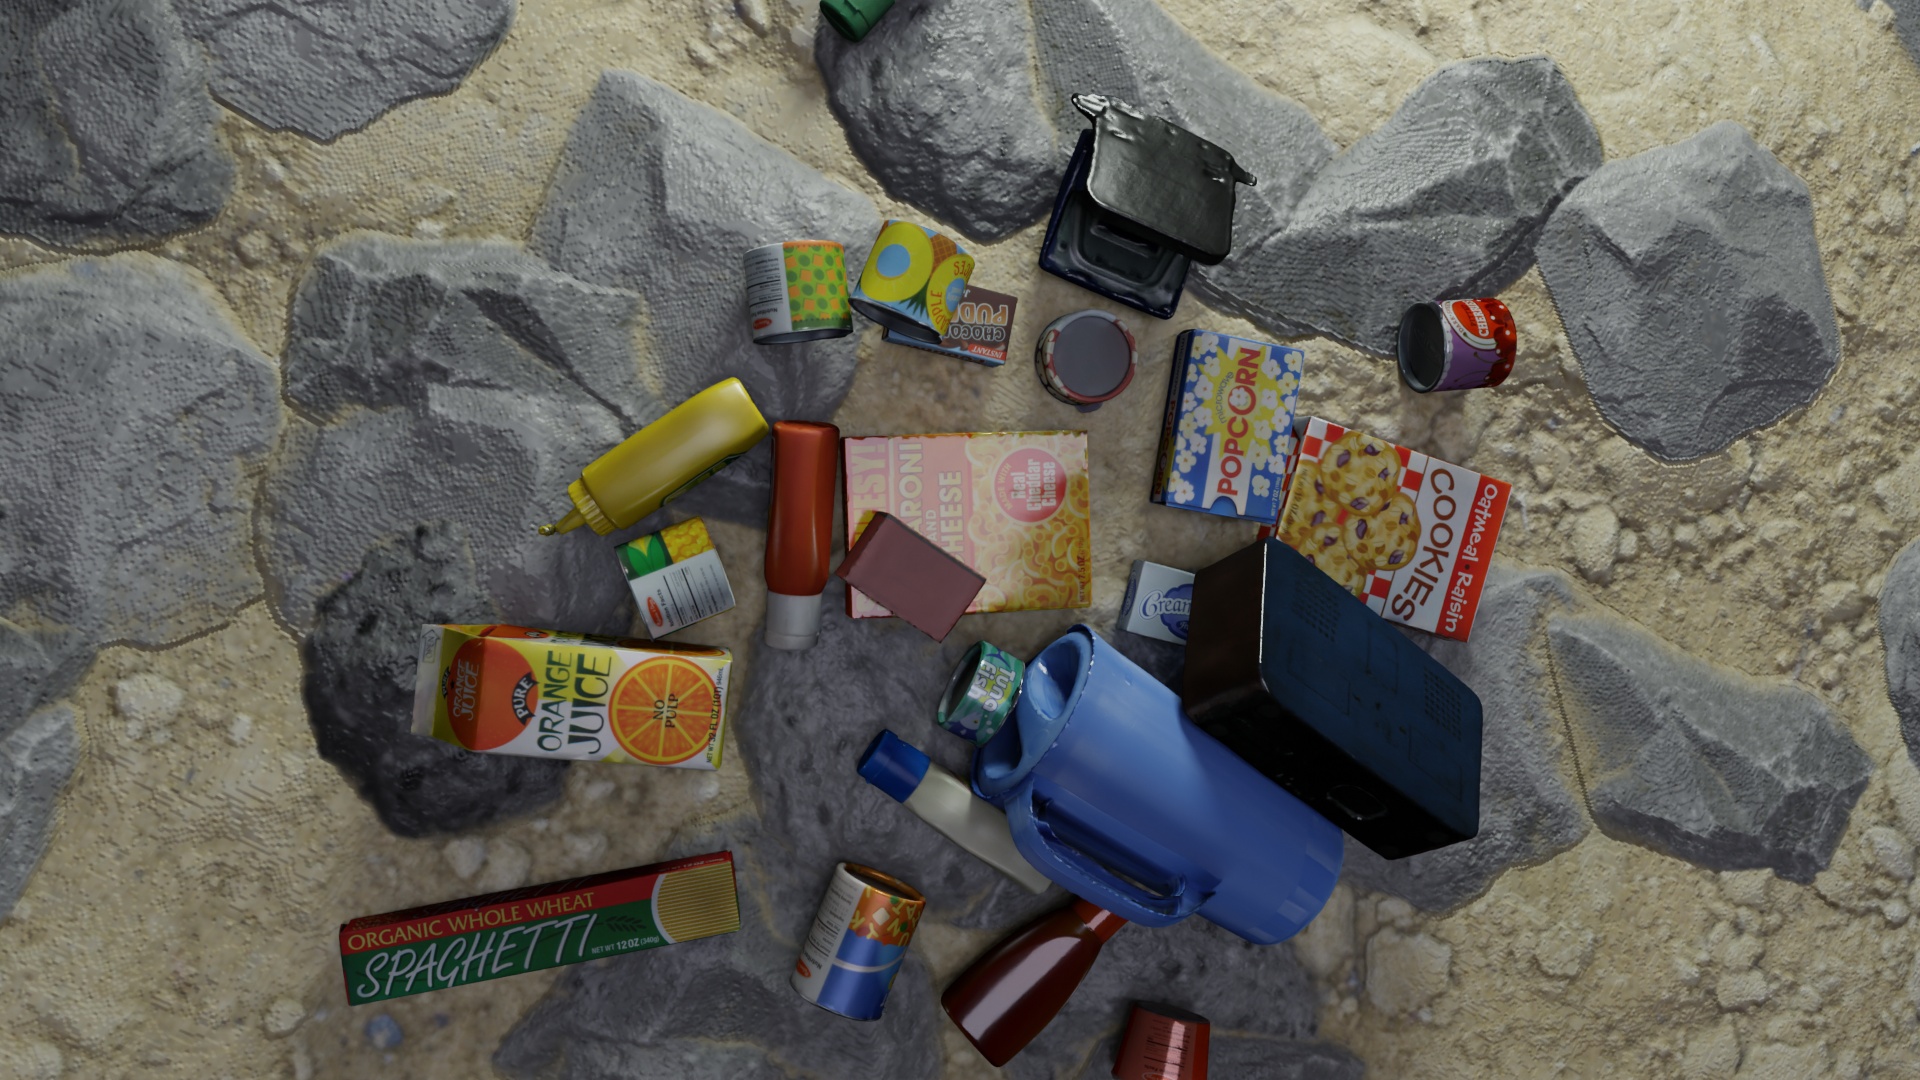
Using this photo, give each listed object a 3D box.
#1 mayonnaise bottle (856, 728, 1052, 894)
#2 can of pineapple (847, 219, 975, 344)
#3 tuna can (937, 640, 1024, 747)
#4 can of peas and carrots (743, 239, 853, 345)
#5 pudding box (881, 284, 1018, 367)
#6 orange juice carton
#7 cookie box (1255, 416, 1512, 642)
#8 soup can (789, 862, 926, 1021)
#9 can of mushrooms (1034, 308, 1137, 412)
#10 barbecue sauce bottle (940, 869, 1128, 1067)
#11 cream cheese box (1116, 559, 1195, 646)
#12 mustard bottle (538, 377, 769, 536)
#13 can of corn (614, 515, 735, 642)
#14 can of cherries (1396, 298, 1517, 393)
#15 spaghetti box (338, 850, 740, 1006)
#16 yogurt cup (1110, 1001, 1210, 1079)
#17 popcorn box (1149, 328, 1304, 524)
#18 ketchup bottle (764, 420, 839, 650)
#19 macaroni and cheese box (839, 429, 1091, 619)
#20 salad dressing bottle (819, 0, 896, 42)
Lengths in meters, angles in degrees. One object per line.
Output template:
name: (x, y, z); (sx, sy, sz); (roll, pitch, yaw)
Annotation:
mayonnaise bottle: (0.000, 0.183, 0.944); (0.148, 0.065, 0.041); (35, 86, -7)
can of pineapple: (-0.029, -0.165, 0.889); (0.071, 0.071, 0.058); (24, 87, -12)
tuna can: (0.014, 0.103, 0.938); (0.033, 0.071, 0.071); (29, 86, -10)
can of peas and carrots: (-0.104, -0.161, 0.908); (0.071, 0.071, 0.058); (-7, 93, -11)
pudding box: (-0.008, -0.151, 0.946); (0.084, 0.030, 0.049); (12, 90, -12)
orange juice carton: (-0.245, 0.097, 0.882); (0.193, 0.073, 0.071); (7, 91, -12)
cookie box: (0.305, -0.007, 1.012); (0.167, 0.040, 0.123); (17, 89, -11)
soup can: (-0.066, 0.268, 0.930); (0.071, 0.071, 0.084); (23, 87, -12)
can of mushrooms: (0.088, -0.125, 0.965); (0.071, 0.033, 0.071); (0, 92, -13)
barbecue sauce bottle: (0.060, 0.293, 0.968); (0.149, 0.043, 0.065); (-41, 100, -8)
cream cheese box: (0.168, 0.051, 0.993); (0.104, 0.024, 0.053); (14, 88, -12)
mustard bottle: (-0.200, -0.045, 0.894); (0.160, 0.065, 0.049); (-34, 93, -3)
can of corn: (-0.185, 0.023, 0.897); (0.058, 0.071, 0.071); (-22, 96, -12)
can of cherries: (0.359, -0.143, 1.003); (0.058, 0.071, 0.071); (-5, 93, -12)
spaghetti box: (-0.270, 0.251, 0.905); (0.250, 0.028, 0.050); (-8, 93, -12)
yogurt cup: (0.144, 0.359, 0.979); (0.072, 0.072, 0.054); (15, 81, -12)
popcorn box: (0.189, -0.080, 0.985); (0.085, 0.038, 0.126); (9, 90, -13)
ketchup bottle: (-0.106, -0.003, 0.916); (0.043, 0.065, 0.148); (5, 99, 1)
macaroni and cheese box: (0.003, -0.012, 0.948); (0.167, 0.040, 0.123); (-2, 93, -12)
salad dressing bottle: (-0.033, -0.398, 0.926); (0.064, 0.044, 0.148); (42, 85, -12)
